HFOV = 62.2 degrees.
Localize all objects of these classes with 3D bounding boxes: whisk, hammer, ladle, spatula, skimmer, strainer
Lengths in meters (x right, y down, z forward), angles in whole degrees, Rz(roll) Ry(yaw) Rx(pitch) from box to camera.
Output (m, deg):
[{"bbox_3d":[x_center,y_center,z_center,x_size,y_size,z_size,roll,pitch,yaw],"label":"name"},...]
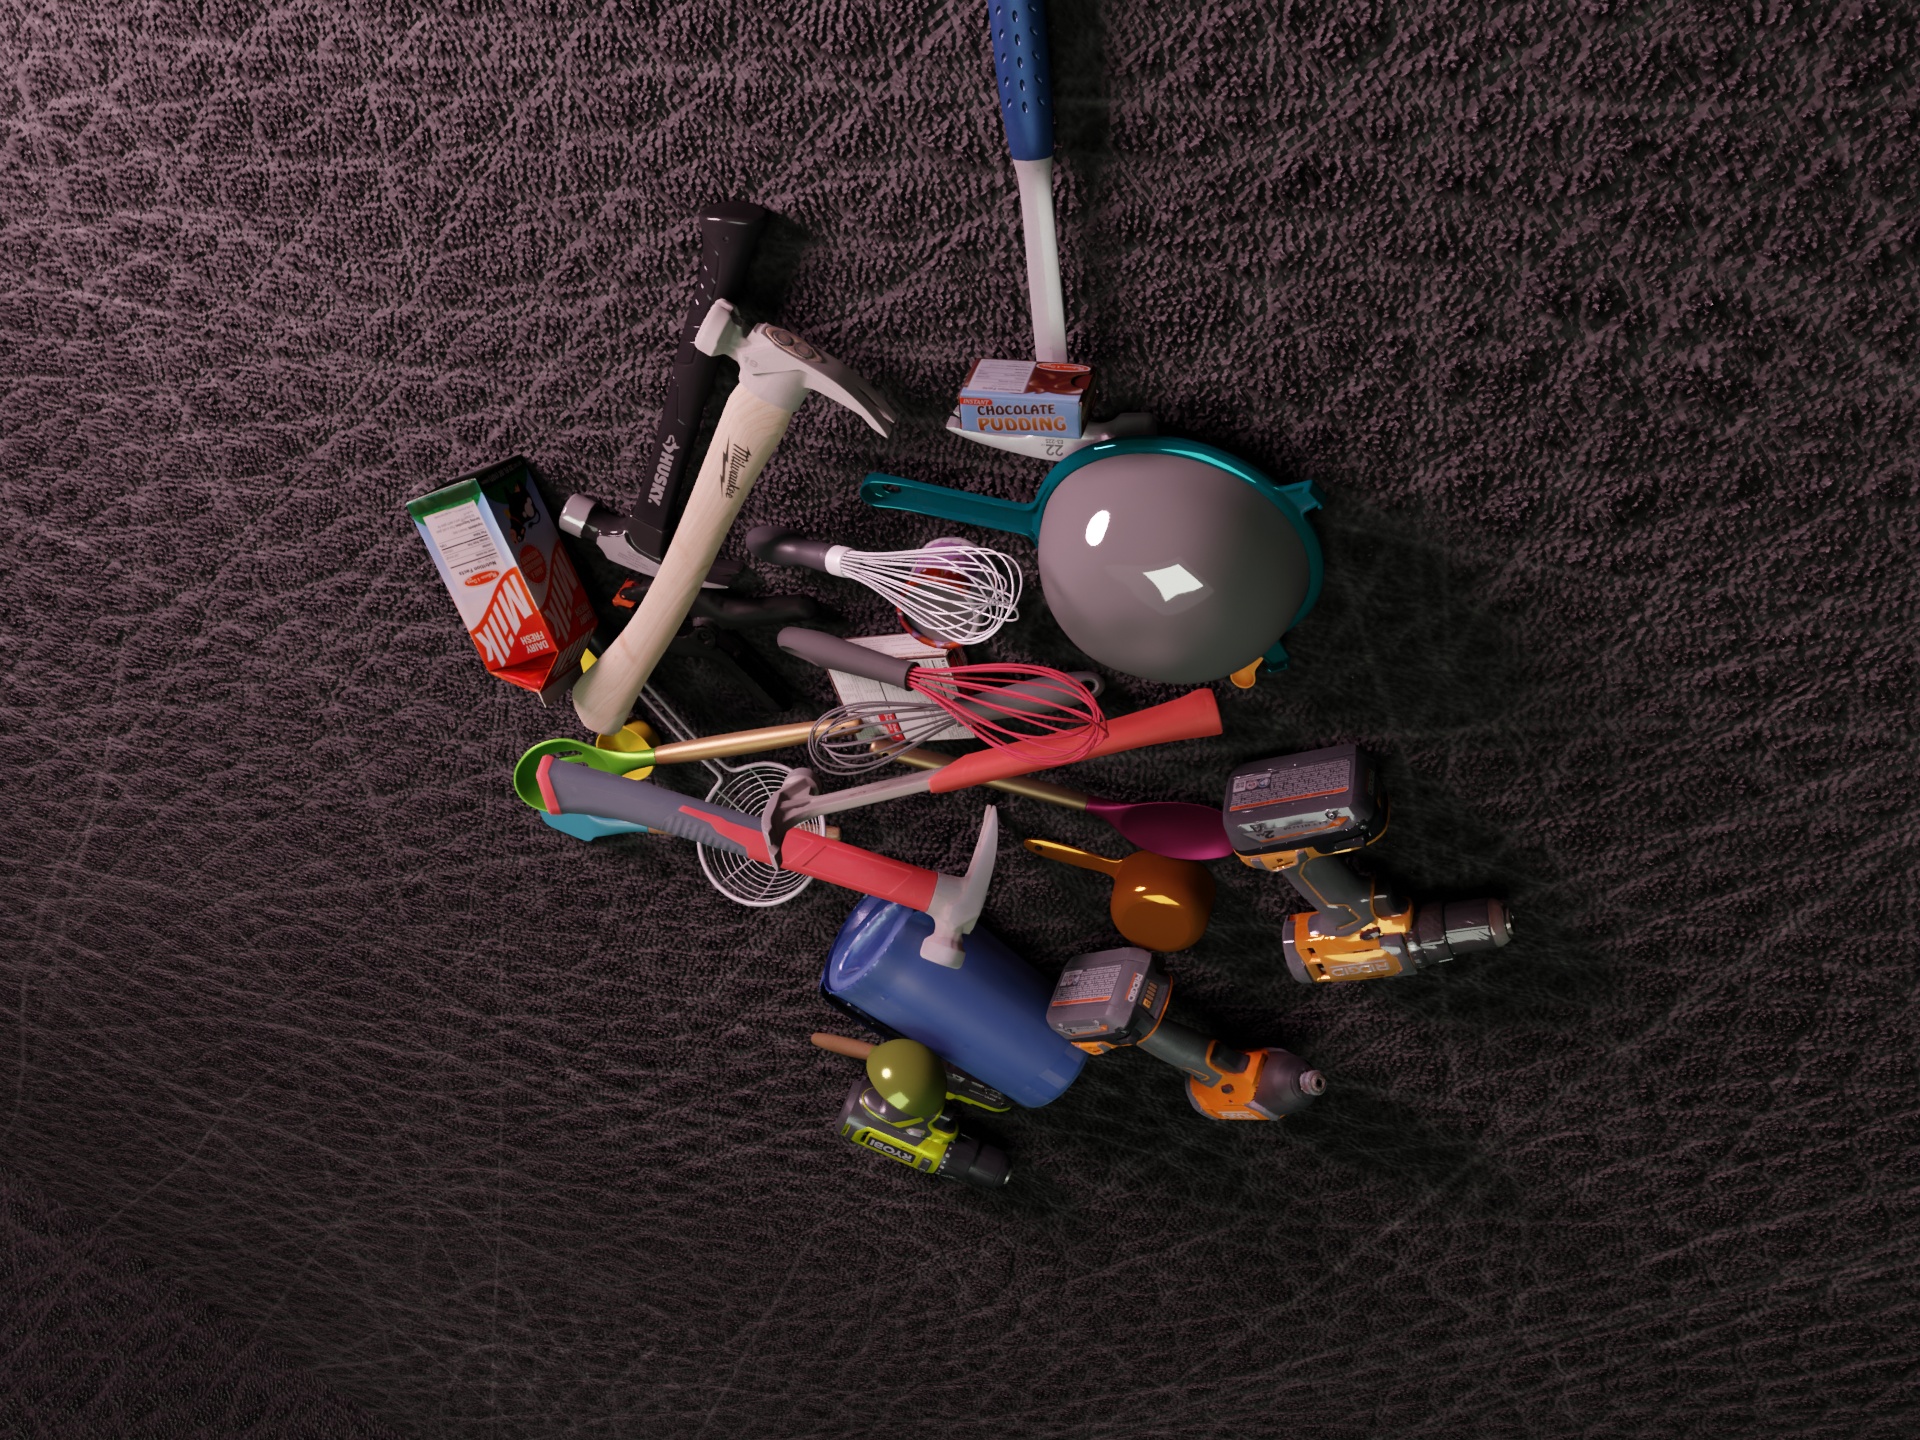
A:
[{"bbox_3d":[-0.064,-0.112,1.162,0.285,0.070,0.070,19,140,42],"label":"whisk"},{"bbox_3d":[-0.197,-0.121,1.210,0.146,0.038,0.410,29,130,-10],"label":"hammer"},{"bbox_3d":[-0.094,0.327,1.519,0.078,0.062,0.320,29,164,-17],"label":"ladle"},{"bbox_3d":[-0.263,0.090,1.490,0.317,0.044,0.082,3,130,11],"label":"spatula"},{"bbox_3d":[-0.254,0.007,1.366,0.127,0.090,0.363,-35,112,13],"label":"skimmer"},{"bbox_3d":[-0.020,-0.028,1.203,0.296,0.073,0.073,17,136,28],"label":"whisk"},{"bbox_3d":[0.079,-0.106,1.120,0.340,0.095,0.210,14,146,12],"label":"strainer"},{"bbox_3d":[-0.198,-0.233,1.174,0.146,0.035,0.334,26,133,-3],"label":"hammer"},{"bbox_3d":[-0.002,-0.003,1.247,0.239,0.055,0.055,-13,129,-3],"label":"whisk"},{"bbox_3d":[-0.160,0.086,1.332,0.386,0.143,0.038,18,174,-10],"label":"hammer"},{"bbox_3d":[0.040,-0.342,0.994,0.144,0.035,0.405,4,131,16],"label":"hammer"},{"bbox_3d":[0.024,0.037,1.230,0.359,0.149,0.036,-13,106,5],"label":"hammer"}]

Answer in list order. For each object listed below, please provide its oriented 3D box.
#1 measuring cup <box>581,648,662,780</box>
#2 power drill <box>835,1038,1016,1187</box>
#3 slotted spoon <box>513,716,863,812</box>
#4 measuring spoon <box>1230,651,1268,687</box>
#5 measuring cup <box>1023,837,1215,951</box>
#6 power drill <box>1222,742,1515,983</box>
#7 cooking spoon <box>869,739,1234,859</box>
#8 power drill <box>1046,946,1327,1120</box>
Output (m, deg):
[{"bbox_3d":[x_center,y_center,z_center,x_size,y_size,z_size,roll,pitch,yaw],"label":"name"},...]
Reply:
[{"bbox_3d":[-0.308,-0.020,1.414,0.062,0.029,0.156,-5,116,23],"label":"measuring cup"},{"bbox_3d":[-0.013,0.393,1.628,0.190,0.080,0.228,23,136,-1],"label":"power drill"},{"bbox_3d":[-0.230,0.028,1.338,0.314,0.031,0.070,-9,115,15],"label":"slotted spoon"},{"bbox_3d":[0.230,-0.070,1.183,0.021,0.011,0.116,28,130,9],"label":"measuring spoon"},{"bbox_3d":[0.133,0.146,1.374,0.173,0.052,0.095,17,133,2],"label":"measuring cup"},{"bbox_3d":[0.326,0.123,1.270,0.185,0.084,0.226,-12,129,28],"label":"power drill"},{"bbox_3d":[0.080,0.061,1.319,0.319,0.017,0.068,15,133,-5],"label":"cooking spoon"},{"bbox_3d":[0.208,0.287,1.418,0.226,0.084,0.164,33,154,-18],"label":"power drill"}]
